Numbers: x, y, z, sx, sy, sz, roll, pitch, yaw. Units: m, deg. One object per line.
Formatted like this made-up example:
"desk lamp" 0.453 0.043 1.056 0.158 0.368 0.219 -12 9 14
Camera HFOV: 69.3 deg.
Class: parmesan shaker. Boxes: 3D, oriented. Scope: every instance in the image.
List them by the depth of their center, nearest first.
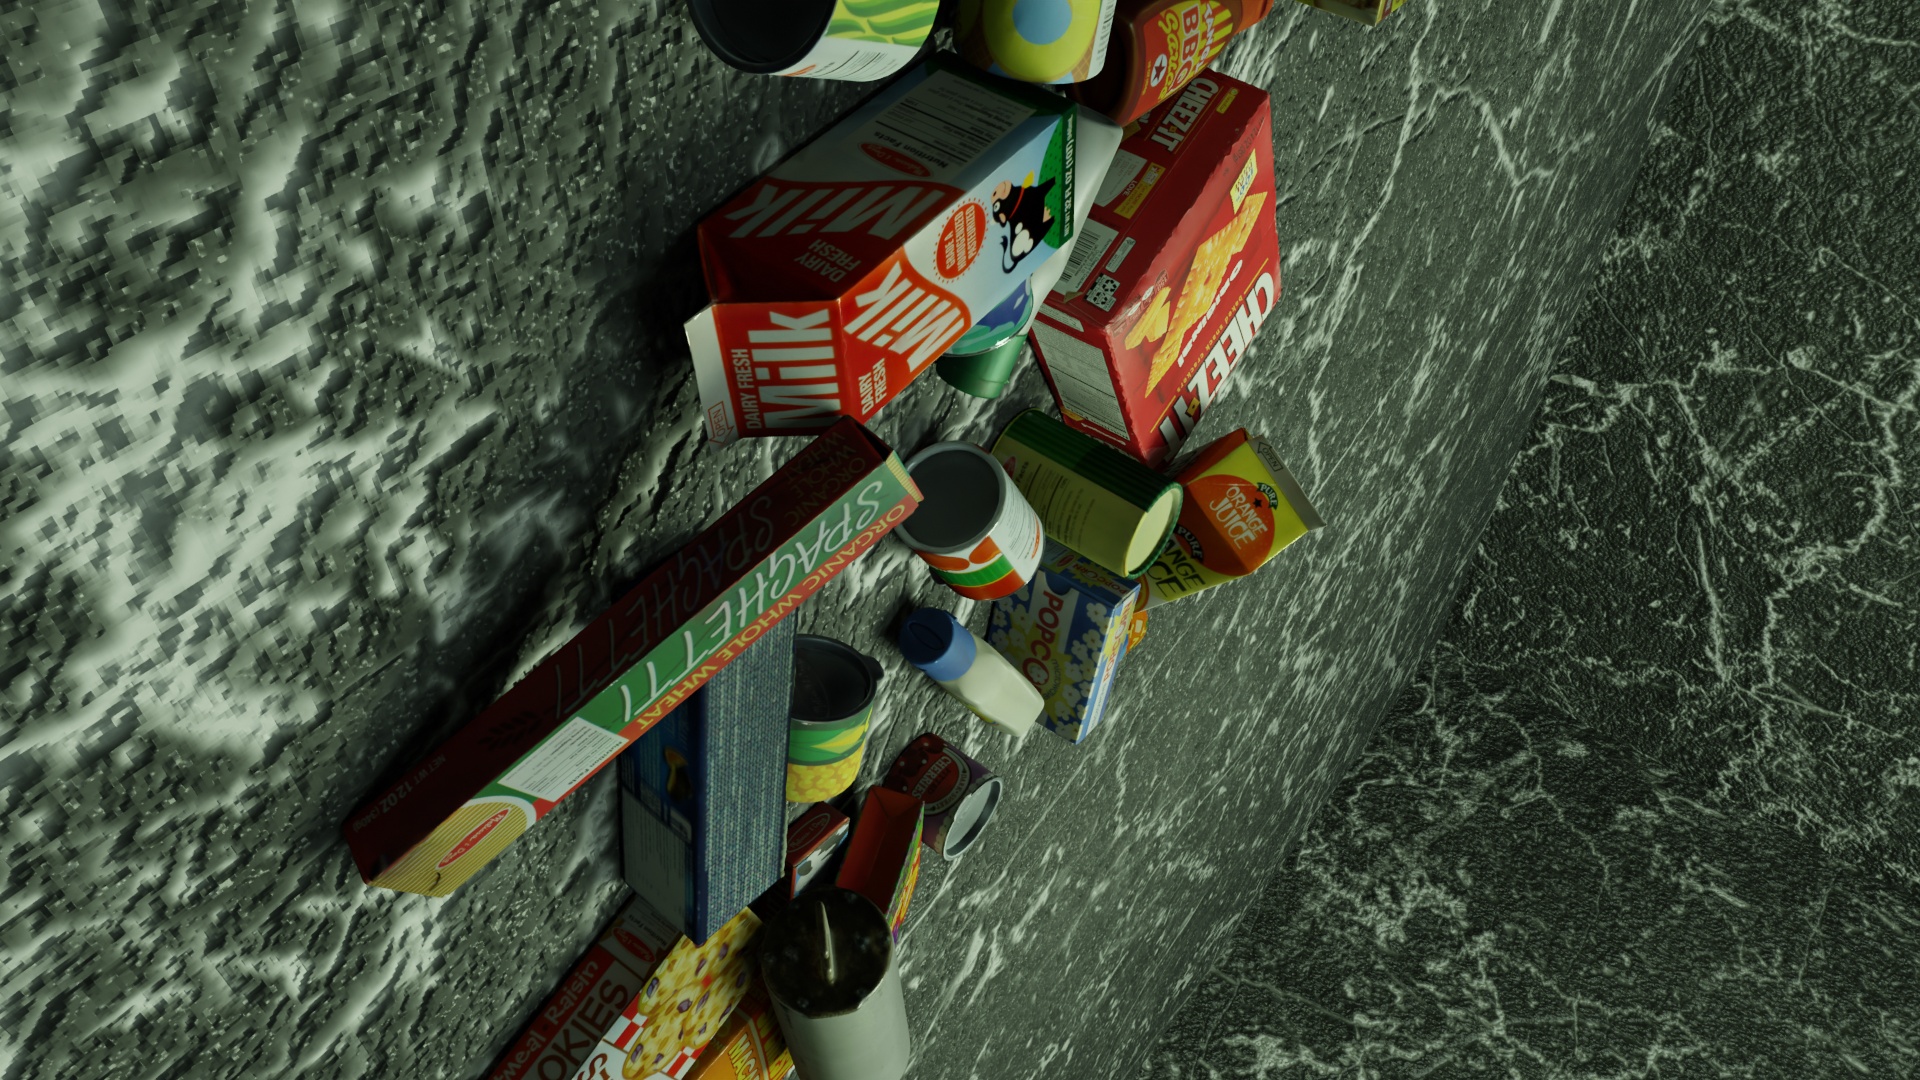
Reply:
"parmesan shaker" 0.072 -0.026 0.829 0.071 0.103 0.071 -44 152 -31

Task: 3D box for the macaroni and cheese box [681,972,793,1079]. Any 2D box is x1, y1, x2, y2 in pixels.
"macaroni and cheese box" -0.172 0.351 0.853 0.167 0.040 0.123 -44 152 -32

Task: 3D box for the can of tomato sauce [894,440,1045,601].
"can of tomato sauce" 0.003 -0.010 0.762 0.071 0.071 0.083 -57 155 -7

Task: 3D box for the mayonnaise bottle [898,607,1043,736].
"mayonnaise bottle" 0.004 0.081 0.872 0.041 0.065 0.147 -53 151 -5

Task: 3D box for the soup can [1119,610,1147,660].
"soup can" 0.087 0.070 1.010 0.084 0.071 0.071 -33 145 -45

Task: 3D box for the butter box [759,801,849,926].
"butter box" -0.098 0.216 0.864 0.053 0.024 0.103 -35 146 -45

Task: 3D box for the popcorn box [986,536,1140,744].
"popcorn box" 0.064 0.066 0.938 0.038 0.085 0.126 -35 145 -45

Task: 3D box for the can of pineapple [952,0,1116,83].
"can of pineapple" 0.030 -0.228 0.571 0.071 0.071 0.057 -36 146 -42

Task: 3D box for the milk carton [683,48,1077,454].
"milk carton" -0.037 -0.113 0.556 0.191 0.073 0.072 -45 152 -29

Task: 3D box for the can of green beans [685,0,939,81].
"can of green beans" -0.048 -0.188 0.461 0.058 0.071 0.071 -22 136 -55

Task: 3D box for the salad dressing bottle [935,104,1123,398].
"salad dressing bottle" 0.031 -0.142 0.685 0.064 0.044 0.147 -89 -159 -64

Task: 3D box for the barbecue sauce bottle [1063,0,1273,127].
"barbecue sauce bottle" 0.110 -0.263 0.711 0.149 0.044 0.064 -40 149 -38

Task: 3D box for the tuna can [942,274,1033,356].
"tuna can" 0.002 -0.120 0.631 0.071 0.071 0.032 -48 153 -24

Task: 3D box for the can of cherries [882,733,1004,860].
"can of cherries" -0.013 0.171 0.939 0.072 0.058 0.071 -43 151 -31

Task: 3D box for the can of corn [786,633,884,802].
"can of corn" -0.077 0.091 0.712 0.071 0.071 0.058 -32 144 -46

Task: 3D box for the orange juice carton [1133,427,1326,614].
"orange juice carton" 0.150 -0.012 0.909 0.073 0.071 0.192 -42 -171 -36

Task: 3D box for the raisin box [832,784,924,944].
"raisin box" -0.056 0.227 0.898 0.122 0.040 0.086 95 11 -52

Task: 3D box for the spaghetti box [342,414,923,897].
"spaghetti box" -0.122 0.046 0.537 0.250 0.029 0.050 -40 155 -2

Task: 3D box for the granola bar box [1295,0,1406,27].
"granola bar box" 0.159 -0.334 0.626 0.039 0.124 0.164 -43 151 -33

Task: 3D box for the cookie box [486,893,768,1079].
"cookie box" -0.176 0.259 0.745 0.168 0.040 0.122 -52 155 -20
